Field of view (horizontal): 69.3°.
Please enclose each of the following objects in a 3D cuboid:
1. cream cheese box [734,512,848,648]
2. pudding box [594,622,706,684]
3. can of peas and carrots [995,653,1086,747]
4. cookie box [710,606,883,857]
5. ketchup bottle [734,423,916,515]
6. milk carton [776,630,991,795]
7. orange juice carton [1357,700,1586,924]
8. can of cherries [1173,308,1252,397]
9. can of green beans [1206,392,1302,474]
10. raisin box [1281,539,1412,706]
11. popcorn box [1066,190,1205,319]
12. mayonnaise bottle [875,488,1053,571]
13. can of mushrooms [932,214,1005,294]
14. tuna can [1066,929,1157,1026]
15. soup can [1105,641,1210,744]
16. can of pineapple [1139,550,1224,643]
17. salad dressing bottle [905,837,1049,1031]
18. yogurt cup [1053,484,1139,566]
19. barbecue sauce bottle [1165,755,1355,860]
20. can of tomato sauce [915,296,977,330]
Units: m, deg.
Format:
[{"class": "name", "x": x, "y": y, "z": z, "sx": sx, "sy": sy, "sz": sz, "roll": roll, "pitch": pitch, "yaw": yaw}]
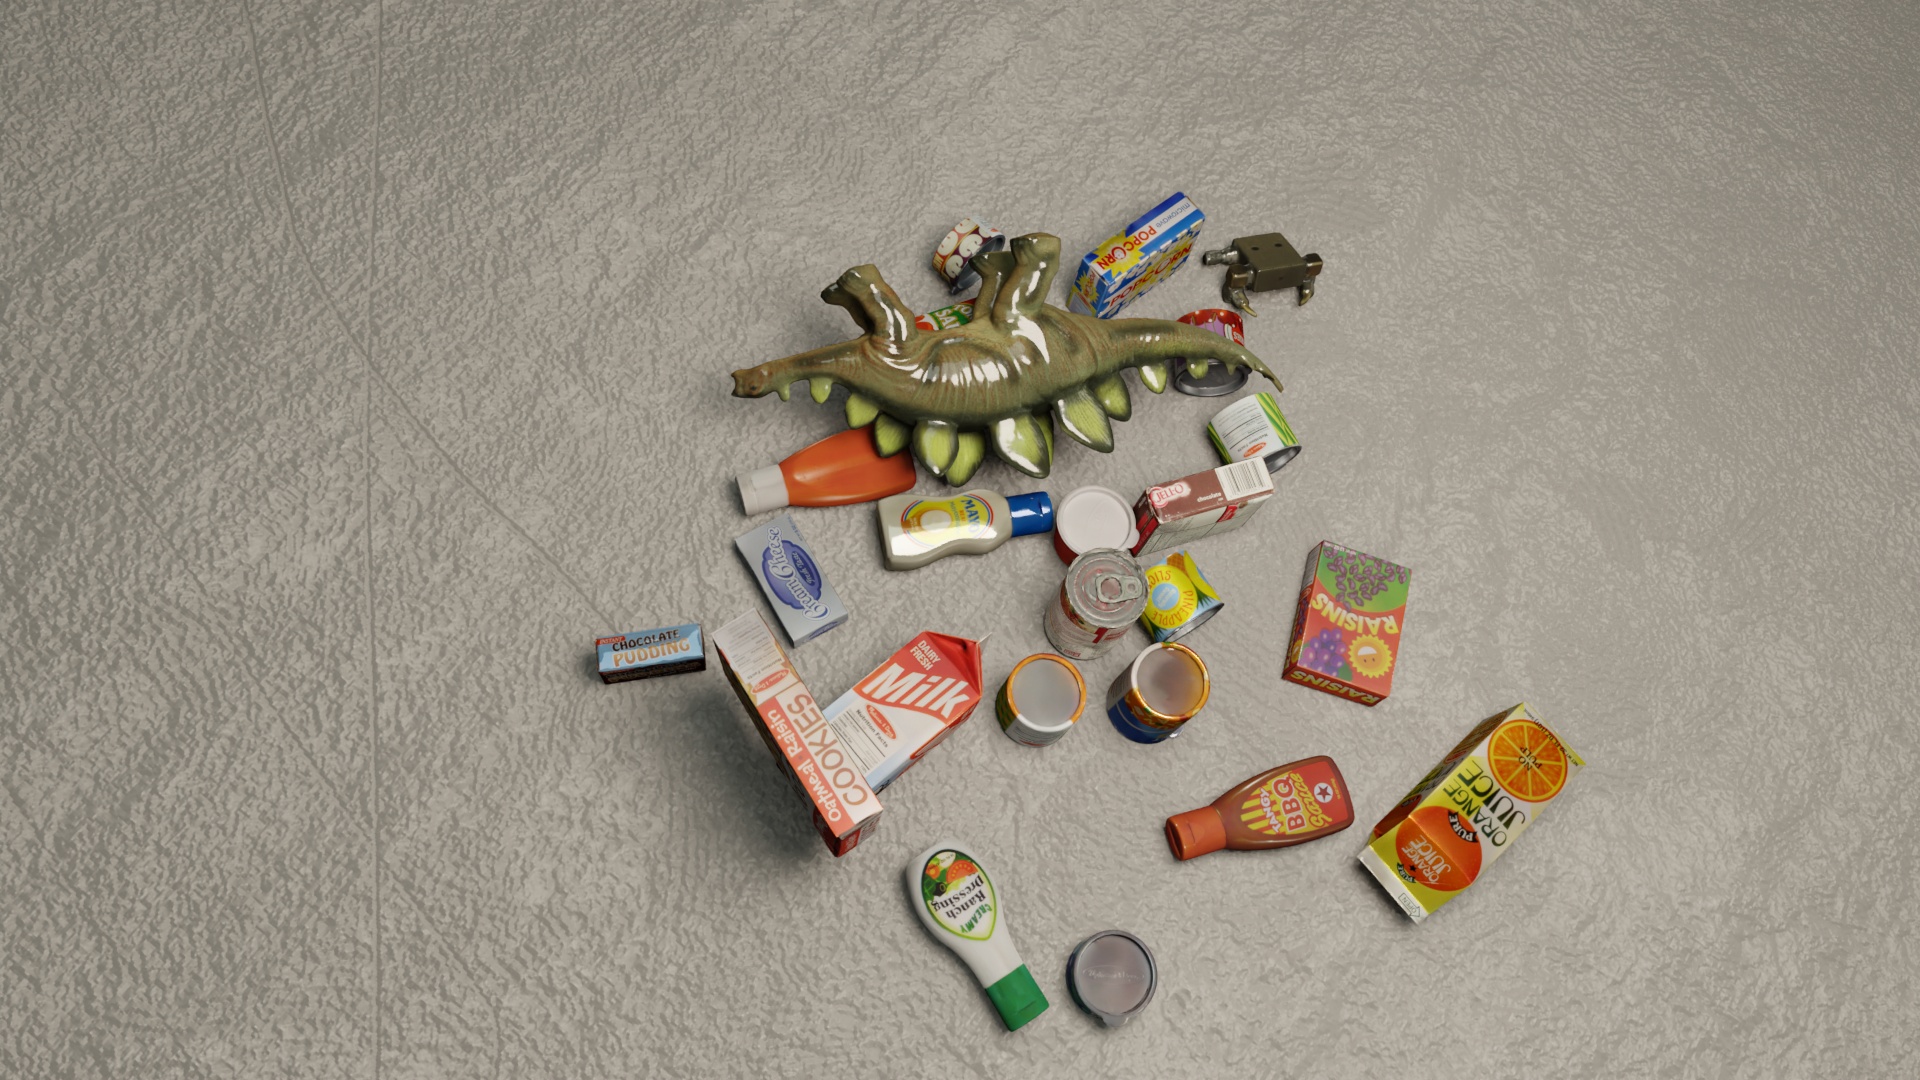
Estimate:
[{"class": "cream cheese box", "x": -0.142, "y": 0.033, "z": 1.160, "sx": 0.053, "sy": 0.024, "sz": 0.104, "roll": -28, "pitch": 75, "yaw": -16}, {"class": "pudding box", "x": -0.246, "y": 0.090, "z": 1.109, "sx": 0.084, "sy": 0.049, "sz": 0.030, "roll": -7, "pitch": 72, "yaw": -11}, {"class": "can of peas and carrots", "x": 0.065, "y": 0.128, "z": 1.134, "sx": 0.071, "sy": 0.058, "sz": 0.071, "roll": 3, "pitch": 69, "yaw": -8}, {"class": "cookie box", "x": -0.117, "y": 0.141, "z": 0.991, "sx": 0.040, "sy": 0.122, "sz": 0.167, "roll": -31, "pitch": 77, "yaw": -14}, {"class": "ketchup bottle", "x": -0.116, "y": -0.057, "z": 1.188, "sx": 0.149, "sy": 0.043, "sz": 0.065, "roll": -15, "pitch": 75, "yaw": -13}, {"class": "milk carton", "x": -0.050, "y": 0.140, "z": 1.106, "sx": 0.191, "sy": 0.072, "sz": 0.073, "roll": -38, "pitch": 79, "yaw": -18}, {"class": "orange juice carton", "x": 0.412, "y": 0.224, "z": 1.139, "sx": 0.193, "sy": 0.072, "sz": 0.072, "roll": -38, "pitch": 78, "yaw": -19}, {"class": "can of cherries", "x": 0.230, "y": -0.172, "z": 1.269, "sx": 0.071, "sy": 0.071, "sz": 0.058, "roll": 3, "pitch": 68, "yaw": -7}, {"class": "can of green beans", "x": 0.262, "y": -0.092, "z": 1.244, "sx": 0.071, "sy": 0.071, "sz": 0.058, "roll": -21, "pitch": 73, "yaw": -15}, {"class": "raisin box", "x": 0.336, "y": 0.072, "z": 1.206, "sx": 0.086, "sy": 0.040, "sz": 0.124, "roll": 19, "pitch": 66, "yaw": -1}, {"class": "popcorn box", "x": 0.162, "y": -0.257, "z": 1.284, "sx": 0.127, "sy": 0.085, "sz": 0.038, "roll": -37, "pitch": 77, "yaw": -19}, {"class": "mayonnaise bottle", "x": 0.004, "y": -0.015, "z": 1.190, "sx": 0.148, "sy": 0.041, "sz": 0.065, "roll": -9, "pitch": 71, "yaw": -11}, {"class": "can of mushrooms", "x": 0.006, "y": -0.262, "z": 1.275, "sx": 0.033, "sy": 0.070, "sz": 0.071, "roll": 43, "pitch": 70, "yaw": 9}, {"class": "tuna can", "x": 0.116, "y": 0.339, "z": 1.073, "sx": 0.071, "sy": 0.032, "sz": 0.071, "roll": 3, "pitch": 69, "yaw": -7}, {"class": "soup can", "x": 0.163, "y": 0.127, "z": 1.135, "sx": 0.071, "sy": 0.083, "sz": 0.071, "roll": 3, "pitch": 69, "yaw": -8}, {"class": "can of pineapple", "x": 0.180, "y": 0.049, "z": 1.176, "sx": 0.071, "sy": 0.070, "sz": 0.058, "roll": -29, "pitch": 75, "yaw": -17}, {"class": "salad dressing bottle", "x": 0.014, "y": 0.302, "z": 1.067, "sx": 0.064, "sy": 0.043, "sz": 0.148, "roll": -29, "pitch": 76, "yaw": -18}, {"class": "yogurt cup", "x": 0.112, "y": -0.007, "z": 1.196, "sx": 0.072, "sy": 0.053, "sz": 0.072, "roll": 3, "pitch": 69, "yaw": -7}, {"class": "barbecue sauce bottle", "x": 0.242, "y": 0.223, "z": 1.131, "sx": 0.149, "sy": 0.043, "sz": 0.065, "roll": -13, "pitch": 72, "yaw": -13}, {"class": "can of tomato sauce", "x": -0.012, "y": -0.174, "z": 1.235, "sx": 0.083, "sy": 0.071, "sz": 0.071, "roll": -20, "pitch": 73, "yaw": -14}]
